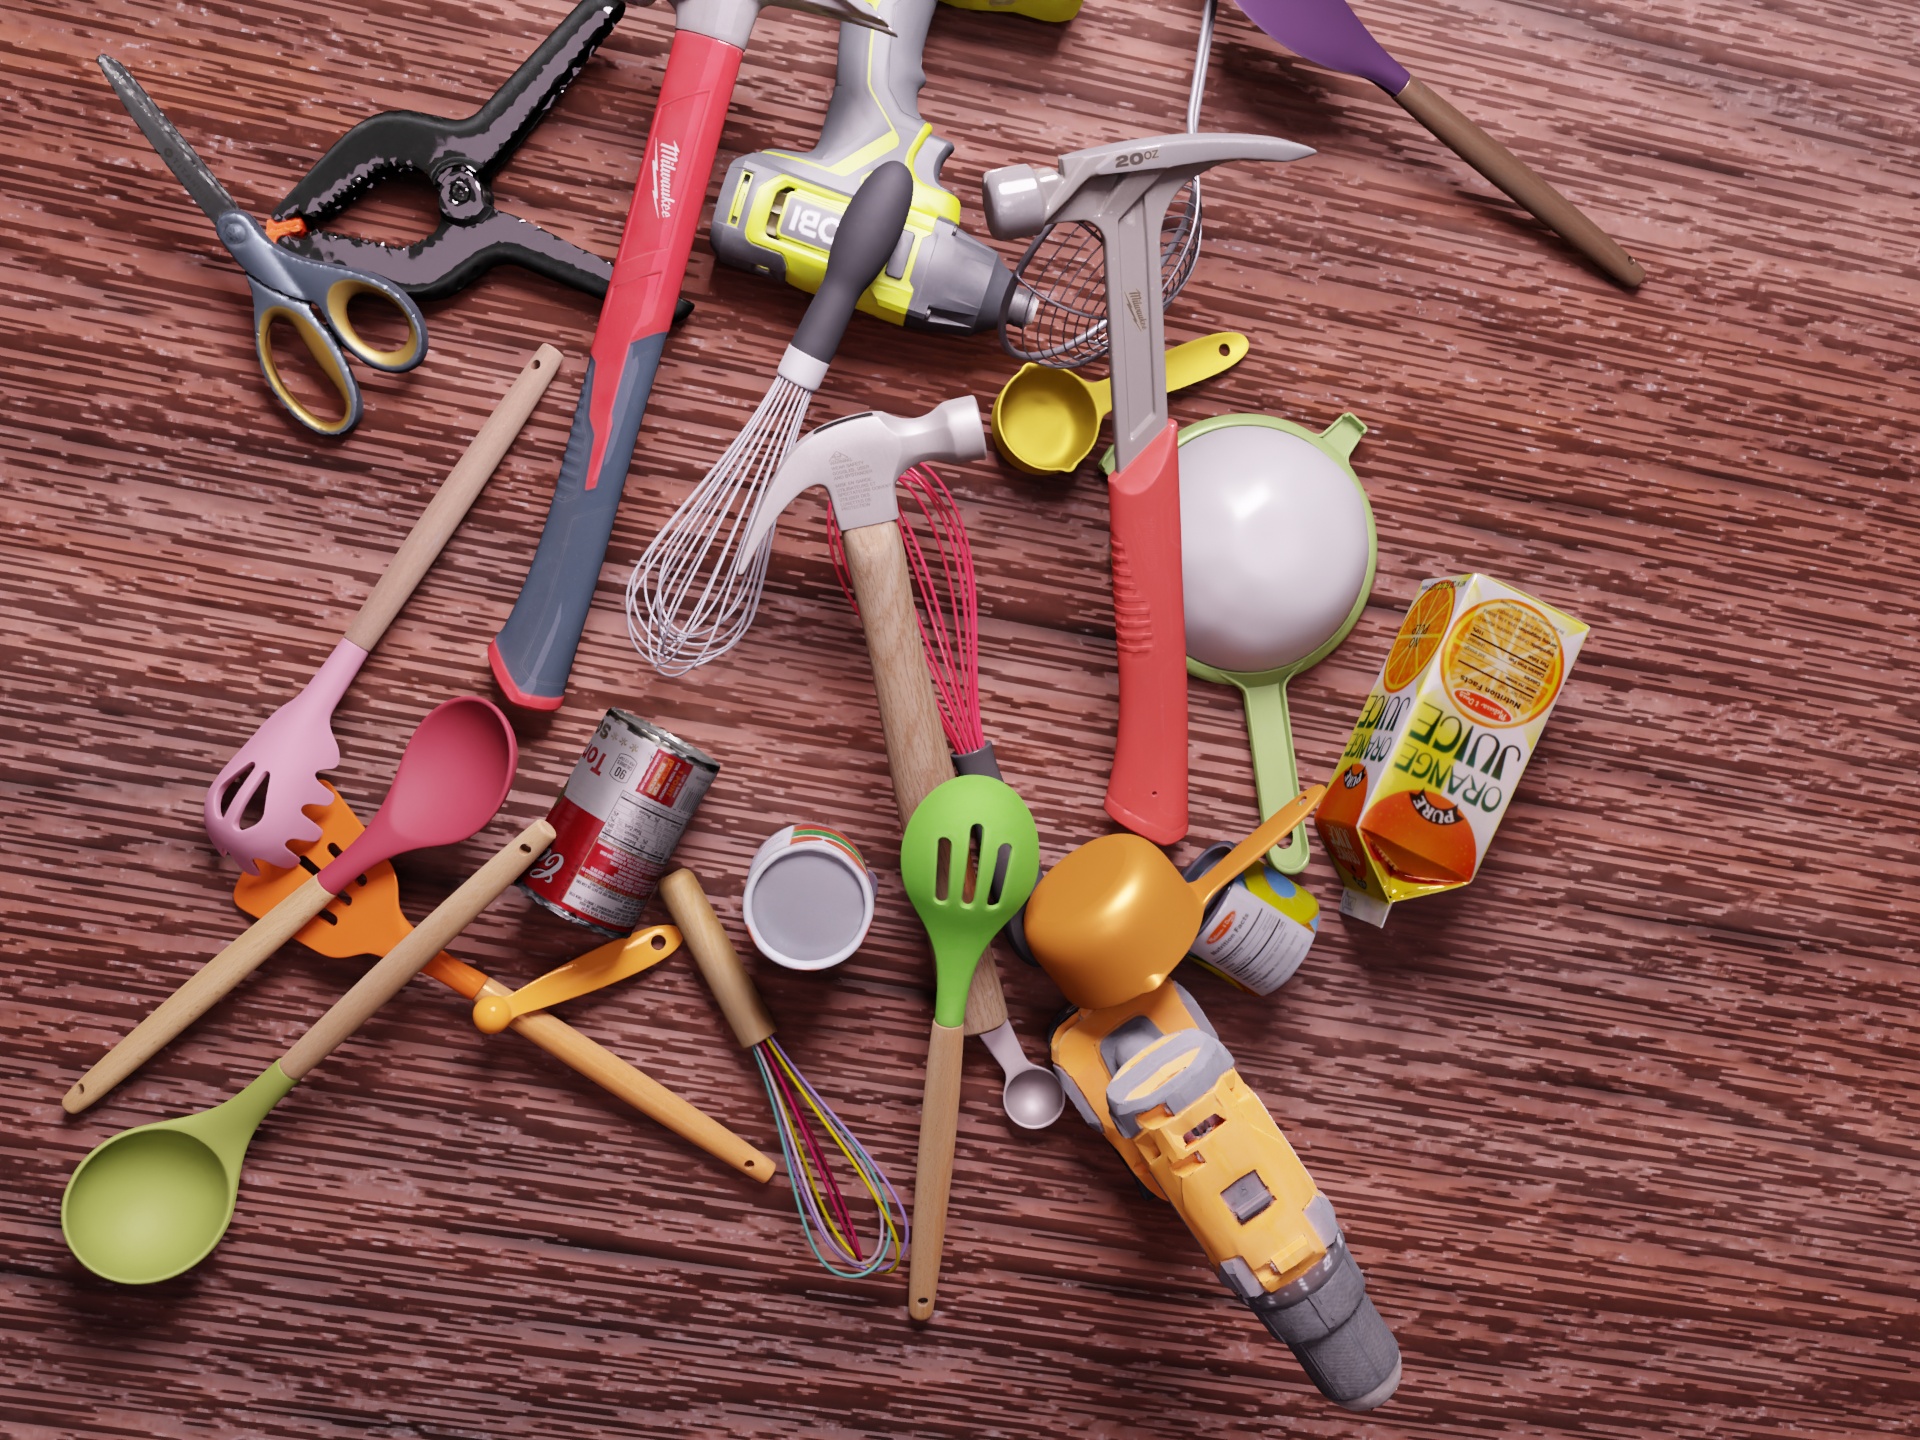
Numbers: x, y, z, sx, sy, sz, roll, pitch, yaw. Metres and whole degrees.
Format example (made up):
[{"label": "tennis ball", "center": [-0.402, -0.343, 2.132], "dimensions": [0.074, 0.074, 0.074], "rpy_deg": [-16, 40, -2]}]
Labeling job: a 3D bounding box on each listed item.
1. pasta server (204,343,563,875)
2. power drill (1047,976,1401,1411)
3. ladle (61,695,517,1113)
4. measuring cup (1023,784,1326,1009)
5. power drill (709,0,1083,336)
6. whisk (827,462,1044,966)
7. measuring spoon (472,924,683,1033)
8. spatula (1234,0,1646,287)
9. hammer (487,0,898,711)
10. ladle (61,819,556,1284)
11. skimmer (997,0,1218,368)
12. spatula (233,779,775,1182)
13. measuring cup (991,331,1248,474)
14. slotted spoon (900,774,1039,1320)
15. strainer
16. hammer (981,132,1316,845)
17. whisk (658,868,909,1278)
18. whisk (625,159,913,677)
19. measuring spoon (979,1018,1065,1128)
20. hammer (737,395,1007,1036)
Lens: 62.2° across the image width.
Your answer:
[{"label": "pasta server", "center": [-0.296, -0.061, 0.829], "dimensions": [0.060, 0.040, 0.316], "rpy_deg": [31, 84, 8]}, {"label": "power drill", "center": [0.128, 0.221, 0.782], "dimensions": [0.084, 0.226, 0.185], "rpy_deg": [-35, 95, -3]}, {"label": "ladle", "center": [-0.342, 0.101, 0.812], "dimensions": [0.315, 0.031, 0.069], "rpy_deg": [-40, 68, 5]}, {"label": "measuring cup", "center": [0.108, 0.074, 0.820], "dimensions": [0.173, 0.095, 0.052], "rpy_deg": [-40, 110, 5]}, {"label": "power drill", "center": [-0.016, -0.320, 0.826], "dimensions": [0.171, 0.080, 0.223], "rpy_deg": [18, 94, -5]}, {"label": "whisk", "center": [-0.001, -0.003, 0.849], "dimensions": [0.073, 0.073, 0.295], "rpy_deg": [-20, 101, -5]}, {"label": "measuring spoon", "center": [-0.199, 0.134, 0.836], "dimensions": [0.117, 0.011, 0.021], "rpy_deg": [-22, 87, -24]}, {"label": "spatula", "center": [0.252, -0.321, 0.845], "dimensions": [0.315, 0.018, 0.060], "rpy_deg": [29, 66, -19]}, {"label": "hammer", "center": [-0.152, -0.184, 0.795], "dimensions": [0.143, 0.038, 0.386], "rpy_deg": [20, 101, 9]}, {"label": "ladle", "center": [-0.322, 0.163, 0.797], "dimensions": [0.320, 0.062, 0.078], "rpy_deg": [-42, 101, 7]}, {"label": "skimmer", "center": [0.097, -0.355, 0.826], "dimensions": [0.090, 0.127, 0.363], "rpy_deg": [8, 77, 13]}, {"label": "spatula", "center": [-0.233, 0.154, 0.848], "dimensions": [0.322, 0.041, 0.081], "rpy_deg": [36, 89, -10]}, {"label": "measuring cup", "center": [0.087, -0.179, 0.870], "dimensions": [0.156, 0.029, 0.062], "rpy_deg": [-24, 92, -16]}, {"label": "slotted spoon", "center": [-0.006, 0.180, 0.831], "dimensions": [0.070, 0.031, 0.313], "rpy_deg": [5, 108, -4]}, {"label": "strainer", "center": [0.167, -0.041, 0.855], "dimensions": [0.151, 0.069, 0.256], "rpy_deg": [-8, 91, -5]}, {"label": "hammer", "center": [0.101, -0.100, 0.791], "dimensions": [0.149, 0.037, 0.358], "rpy_deg": [-10, 117, -6]}, {"label": "whisk", "center": [-0.100, 0.192, 0.854], "dimensions": [0.051, 0.047, 0.245], "rpy_deg": [-28, 90, -16]}, {"label": "whisk", "center": [-0.094, -0.149, 0.805], "dimensions": [0.070, 0.070, 0.284], "rpy_deg": [27, 102, -6]}, {"label": "measuring spoon", "center": [0.018, 0.168, 0.879], "dimensions": [0.034, 0.018, 0.124], "rpy_deg": [-30, 88, 0]}, {"label": "hammer", "center": [-0.025, 0.011, 0.808], "dimensions": [0.130, 0.031, 0.331], "rpy_deg": [-11, 107, -1]}]
